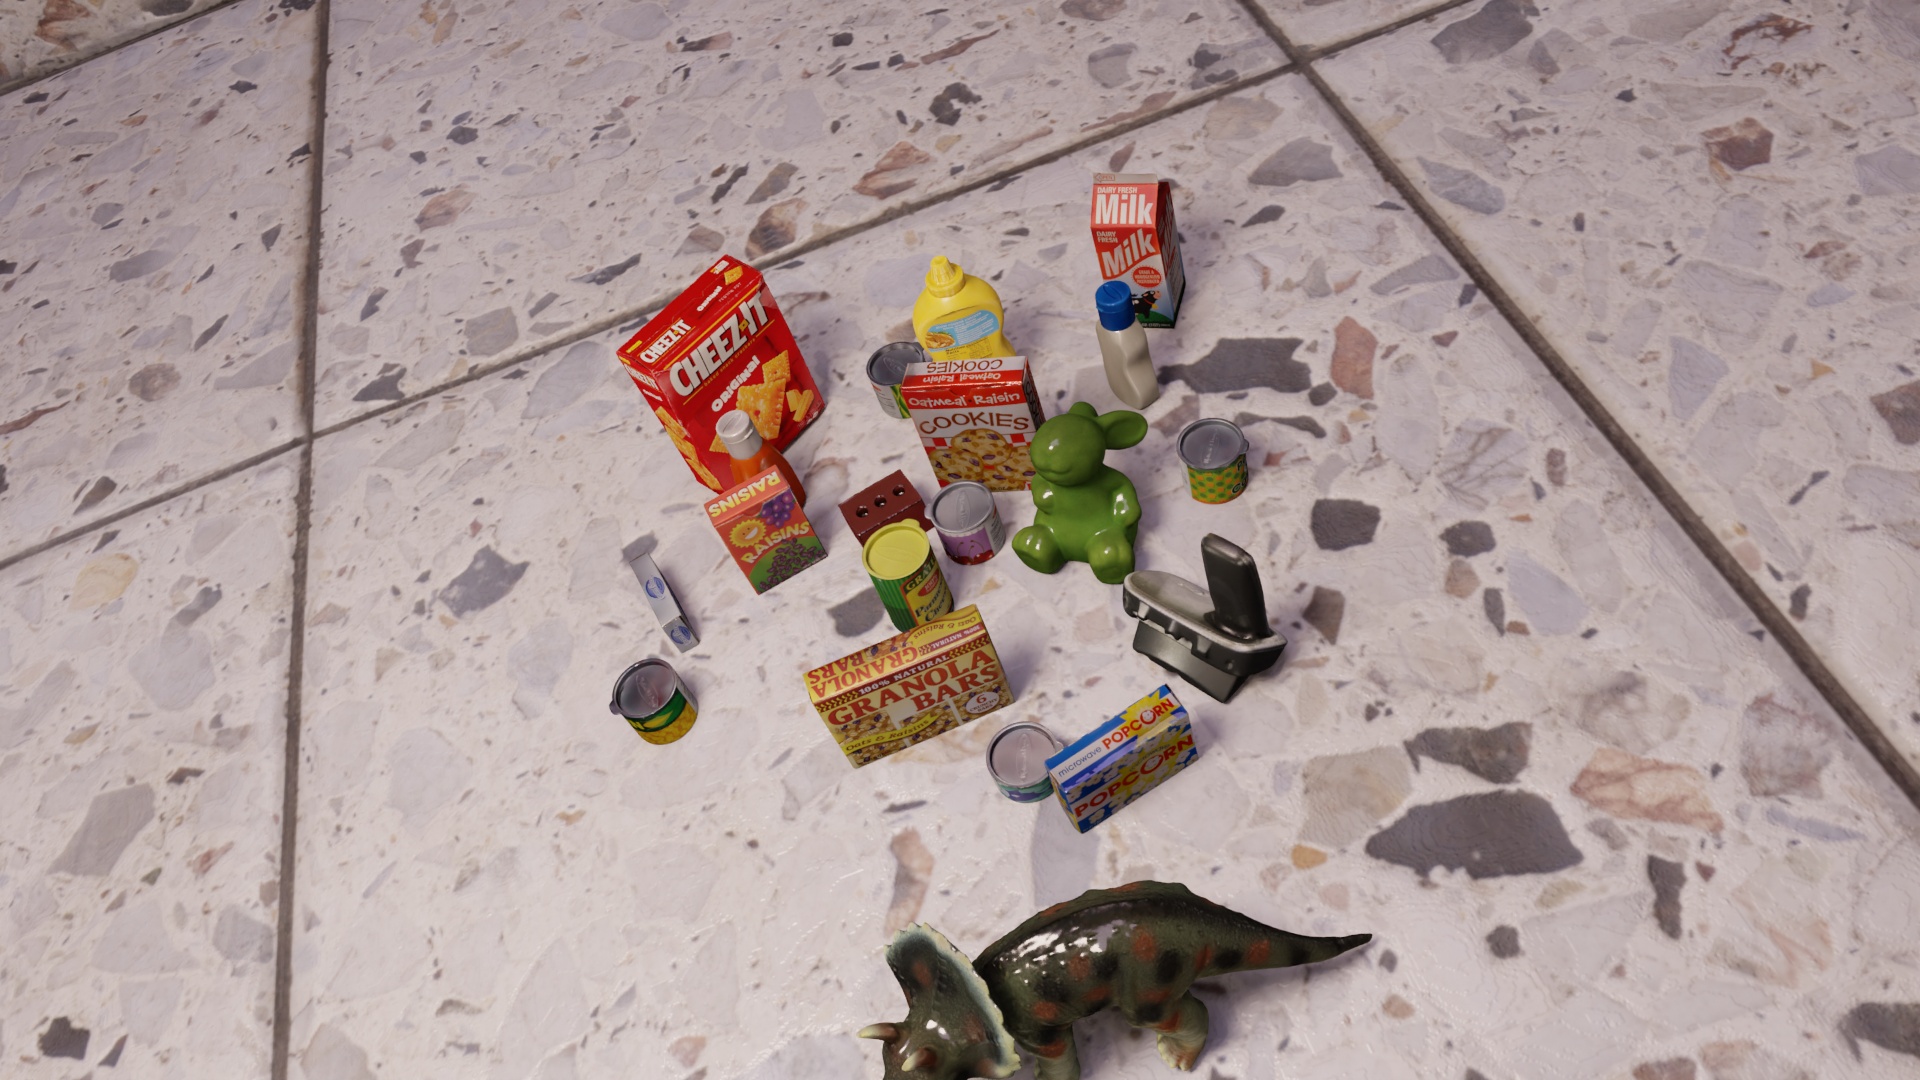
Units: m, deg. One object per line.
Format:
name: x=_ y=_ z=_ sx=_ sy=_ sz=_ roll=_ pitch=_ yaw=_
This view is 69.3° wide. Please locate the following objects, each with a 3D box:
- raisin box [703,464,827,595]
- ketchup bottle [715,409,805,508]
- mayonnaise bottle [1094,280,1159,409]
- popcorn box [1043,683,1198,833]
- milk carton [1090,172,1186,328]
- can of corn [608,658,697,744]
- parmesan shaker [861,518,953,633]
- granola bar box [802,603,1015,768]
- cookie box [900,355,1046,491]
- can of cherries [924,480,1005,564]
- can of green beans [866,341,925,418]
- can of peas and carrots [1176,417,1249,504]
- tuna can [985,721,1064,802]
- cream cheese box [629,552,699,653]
raisin box: x=-0.197 y=-0.009 z=1.413 sx=0.086 sy=0.123 sz=0.040 roll=-29 pitch=51 yaw=-6
ketchup bottle: x=-0.211 y=-0.075 z=1.452 sx=0.043 sy=0.148 sz=0.065 roll=21 pitch=62 yaw=29
mayonnaise bottle: x=0.169 y=-0.203 z=1.436 sx=0.041 sy=0.147 sz=0.065 roll=-35 pitch=52 yaw=-10
popcorn box: x=0.138 y=0.187 z=1.185 sx=0.127 sy=0.085 sz=0.038 roll=-31 pitch=51 yaw=-8
milk carton: x=0.190 y=-0.320 z=1.491 sx=0.072 sy=0.189 sz=0.074 roll=5 pitch=56 yaw=21
can of corn: x=-0.300 y=0.160 z=1.357 sx=0.071 sy=0.058 sz=0.071 roll=-8 pitch=52 yaw=11
parmesan shaker: x=-0.048 y=0.037 z=1.346 sx=0.071 sy=0.102 sz=0.071 roll=-8 pitch=52 yaw=11
granola bar box: x=-0.043 y=0.134 z=1.256 sx=0.166 sy=0.123 sz=0.039 roll=-23 pitch=51 yaw=-1
cookie box: x=0.022 y=-0.113 z=1.398 sx=0.123 sy=0.166 sz=0.040 roll=-2 pitch=53 yaw=16
can of cherries: x=0.005 y=-0.018 z=1.400 sx=0.071 sy=0.058 sz=0.072 roll=-8 pitch=52 yaw=11
can of green beans: x=-0.065 y=-0.178 z=1.546 sx=0.071 sy=0.057 sz=0.071 roll=-8 pitch=52 yaw=11
can of peas and carrots: x=0.252 y=-0.078 z=1.372 sx=0.071 sy=0.058 sz=0.071 roll=-8 pitch=52 yaw=11
tuna can: x=0.060 y=0.197 z=1.235 sx=0.071 sy=0.032 sz=0.071 roll=-8 pitch=52 yaw=11
cream cheese box: x=-0.306 y=0.064 z=1.435 sx=0.024 sy=0.053 sz=0.104 roll=-31 pitch=51 yaw=-7
